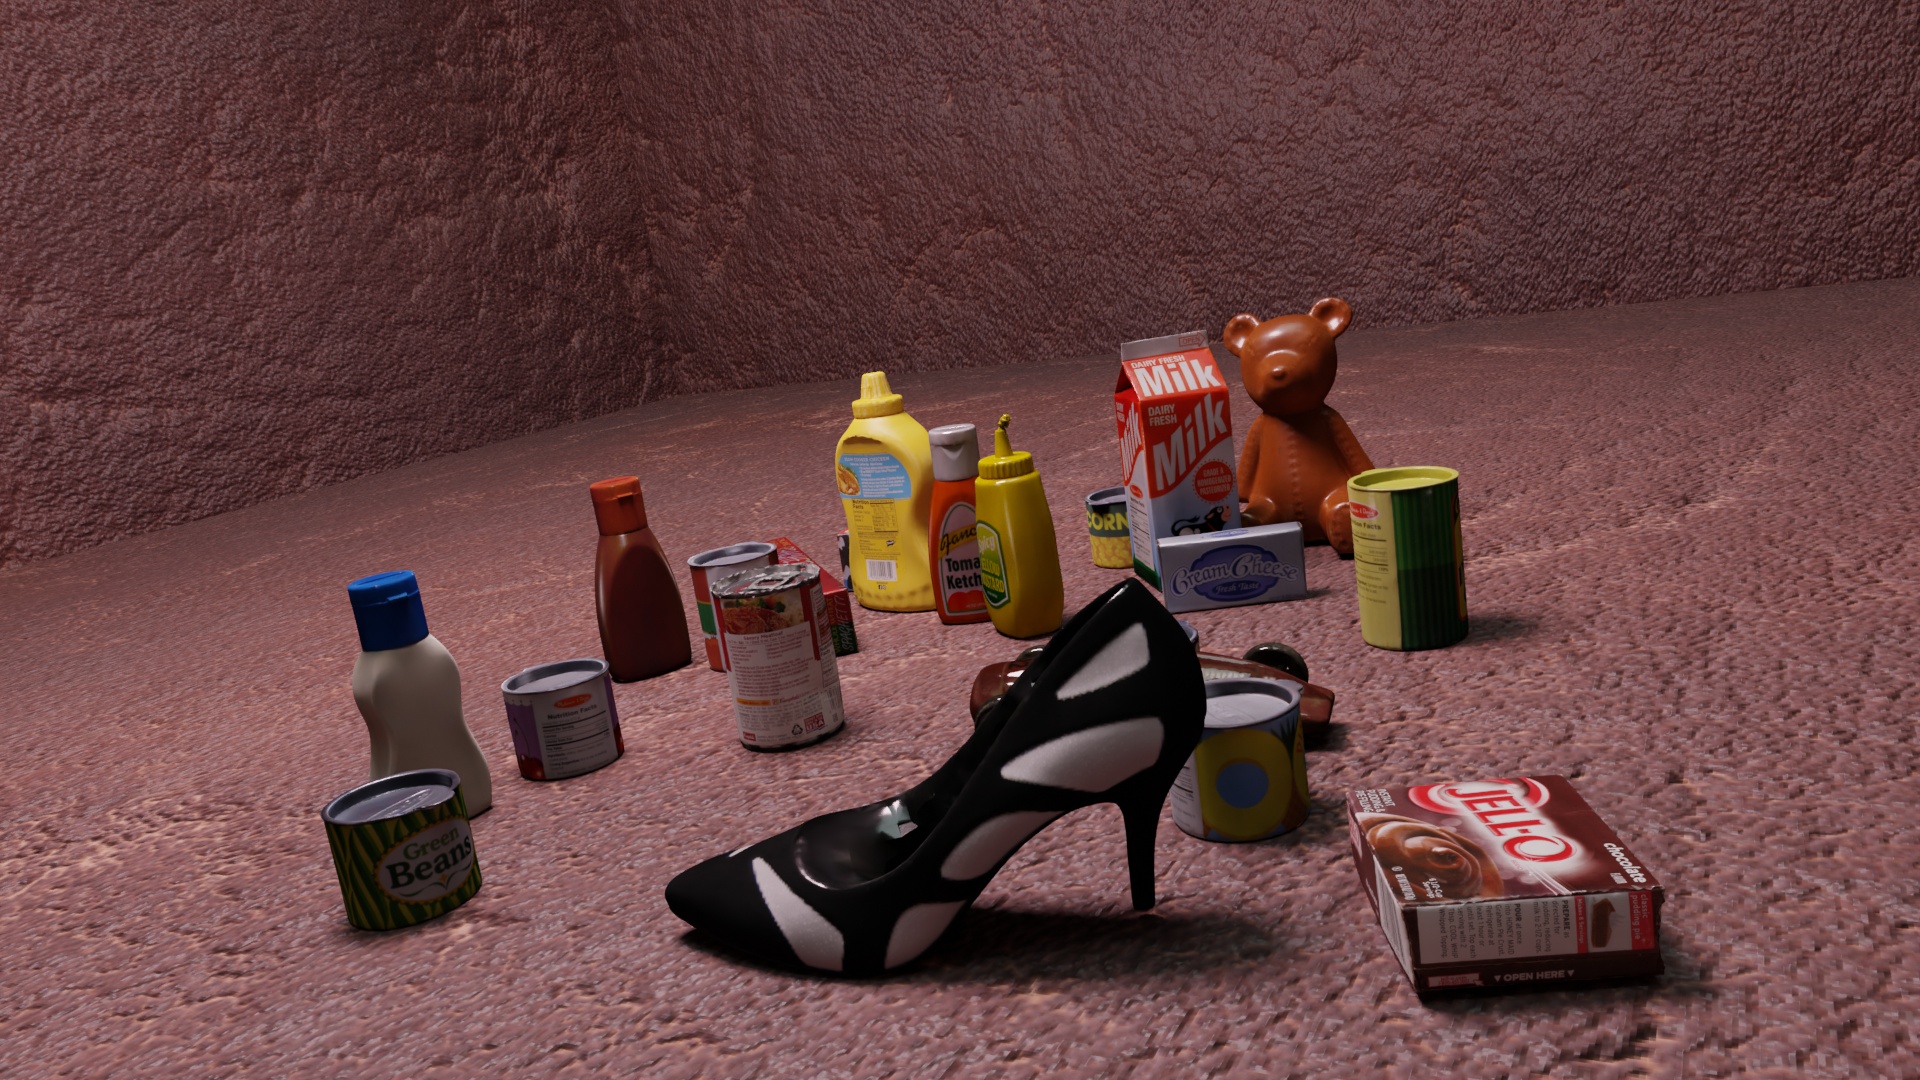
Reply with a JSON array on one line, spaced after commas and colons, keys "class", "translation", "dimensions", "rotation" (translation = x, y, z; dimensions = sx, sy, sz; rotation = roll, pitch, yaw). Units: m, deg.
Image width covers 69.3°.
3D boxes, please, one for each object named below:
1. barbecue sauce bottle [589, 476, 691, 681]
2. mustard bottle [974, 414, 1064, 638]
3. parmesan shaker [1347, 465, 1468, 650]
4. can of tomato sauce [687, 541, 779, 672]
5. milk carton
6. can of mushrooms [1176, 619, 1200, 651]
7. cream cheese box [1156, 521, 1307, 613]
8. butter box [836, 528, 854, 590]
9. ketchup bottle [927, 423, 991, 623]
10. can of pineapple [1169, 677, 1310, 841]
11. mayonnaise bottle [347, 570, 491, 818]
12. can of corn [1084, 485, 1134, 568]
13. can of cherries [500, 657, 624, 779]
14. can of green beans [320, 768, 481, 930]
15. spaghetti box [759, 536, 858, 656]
[{"class": "barbecue sauce bottle", "translation": [-0.246, 0.028, 1.044], "dimensions": [0.065, 0.148, 0.043], "rotation": [-16, 14, -31]}, {"class": "mustard bottle", "translation": [0.038, -0.012, 1.003], "dimensions": [0.049, 0.159, 0.065], "rotation": [-14, 13, -23]}, {"class": "parmesan shaker", "translation": [0.280, 0.010, 0.872], "dimensions": [0.071, 0.103, 0.071], "rotation": [-8, 12, 2]}, {"class": "can of tomato sauce", "translation": [-0.164, 0.049, 1.044], "dimensions": [0.071, 0.083, 0.071], "rotation": [-8, 12, 2]}, {"class": "milk carton", "translation": [0.168, -0.064, 1.080], "dimensions": [0.072, 0.190, 0.073], "rotation": [-10, 12, -8]}, {"class": "can of mushrooms", "translation": [0.116, 0.074, 0.855], "dimensions": [0.071, 0.033, 0.071], "rotation": [-8, 12, 2]}, {"class": "cream cheese box", "translation": [0.196, 0.020, 1.001], "dimensions": [0.104, 0.053, 0.024], "rotation": [-7, 12, 7]}, {"class": "butter box", "translation": [-0.052, 0.013, 1.203], "dimensions": [0.103, 0.053, 0.024], "rotation": [-5, 12, 15]}, {"class": "ketchup bottle", "translation": [0.004, -0.013, 1.059], "dimensions": [0.065, 0.148, 0.043], "rotation": [-8, 12, 3]}, {"class": "can of pineapple", "translation": [0.132, 0.102, 0.657], "dimensions": [0.071, 0.057, 0.071], "rotation": [-8, 12, 2]}, {"class": "mayonnaise bottle", "translation": [-0.315, 0.092, 0.795], "dimensions": [0.065, 0.147, 0.041], "rotation": [-19, 16, -42]}, {"class": "can of corn", "translation": [0.139, -0.012, 1.172], "dimensions": [0.071, 0.058, 0.071], "rotation": [-8, 12, 2]}, {"class": "can of cherries", "translation": [-0.250, 0.111, 0.876], "dimensions": [0.071, 0.058, 0.071], "rotation": [-8, 12, 2]}, {"class": "can of green beans", "translation": [-0.280, 0.155, 0.700], "dimensions": [0.071, 0.057, 0.071], "rotation": [-8, 12, 2]}, {"class": "spaghetti box", "translation": [-0.129, 0.042, 1.132], "dimensions": [0.029, 0.050, 0.250], "rotation": [-12, 13, -16]}]
